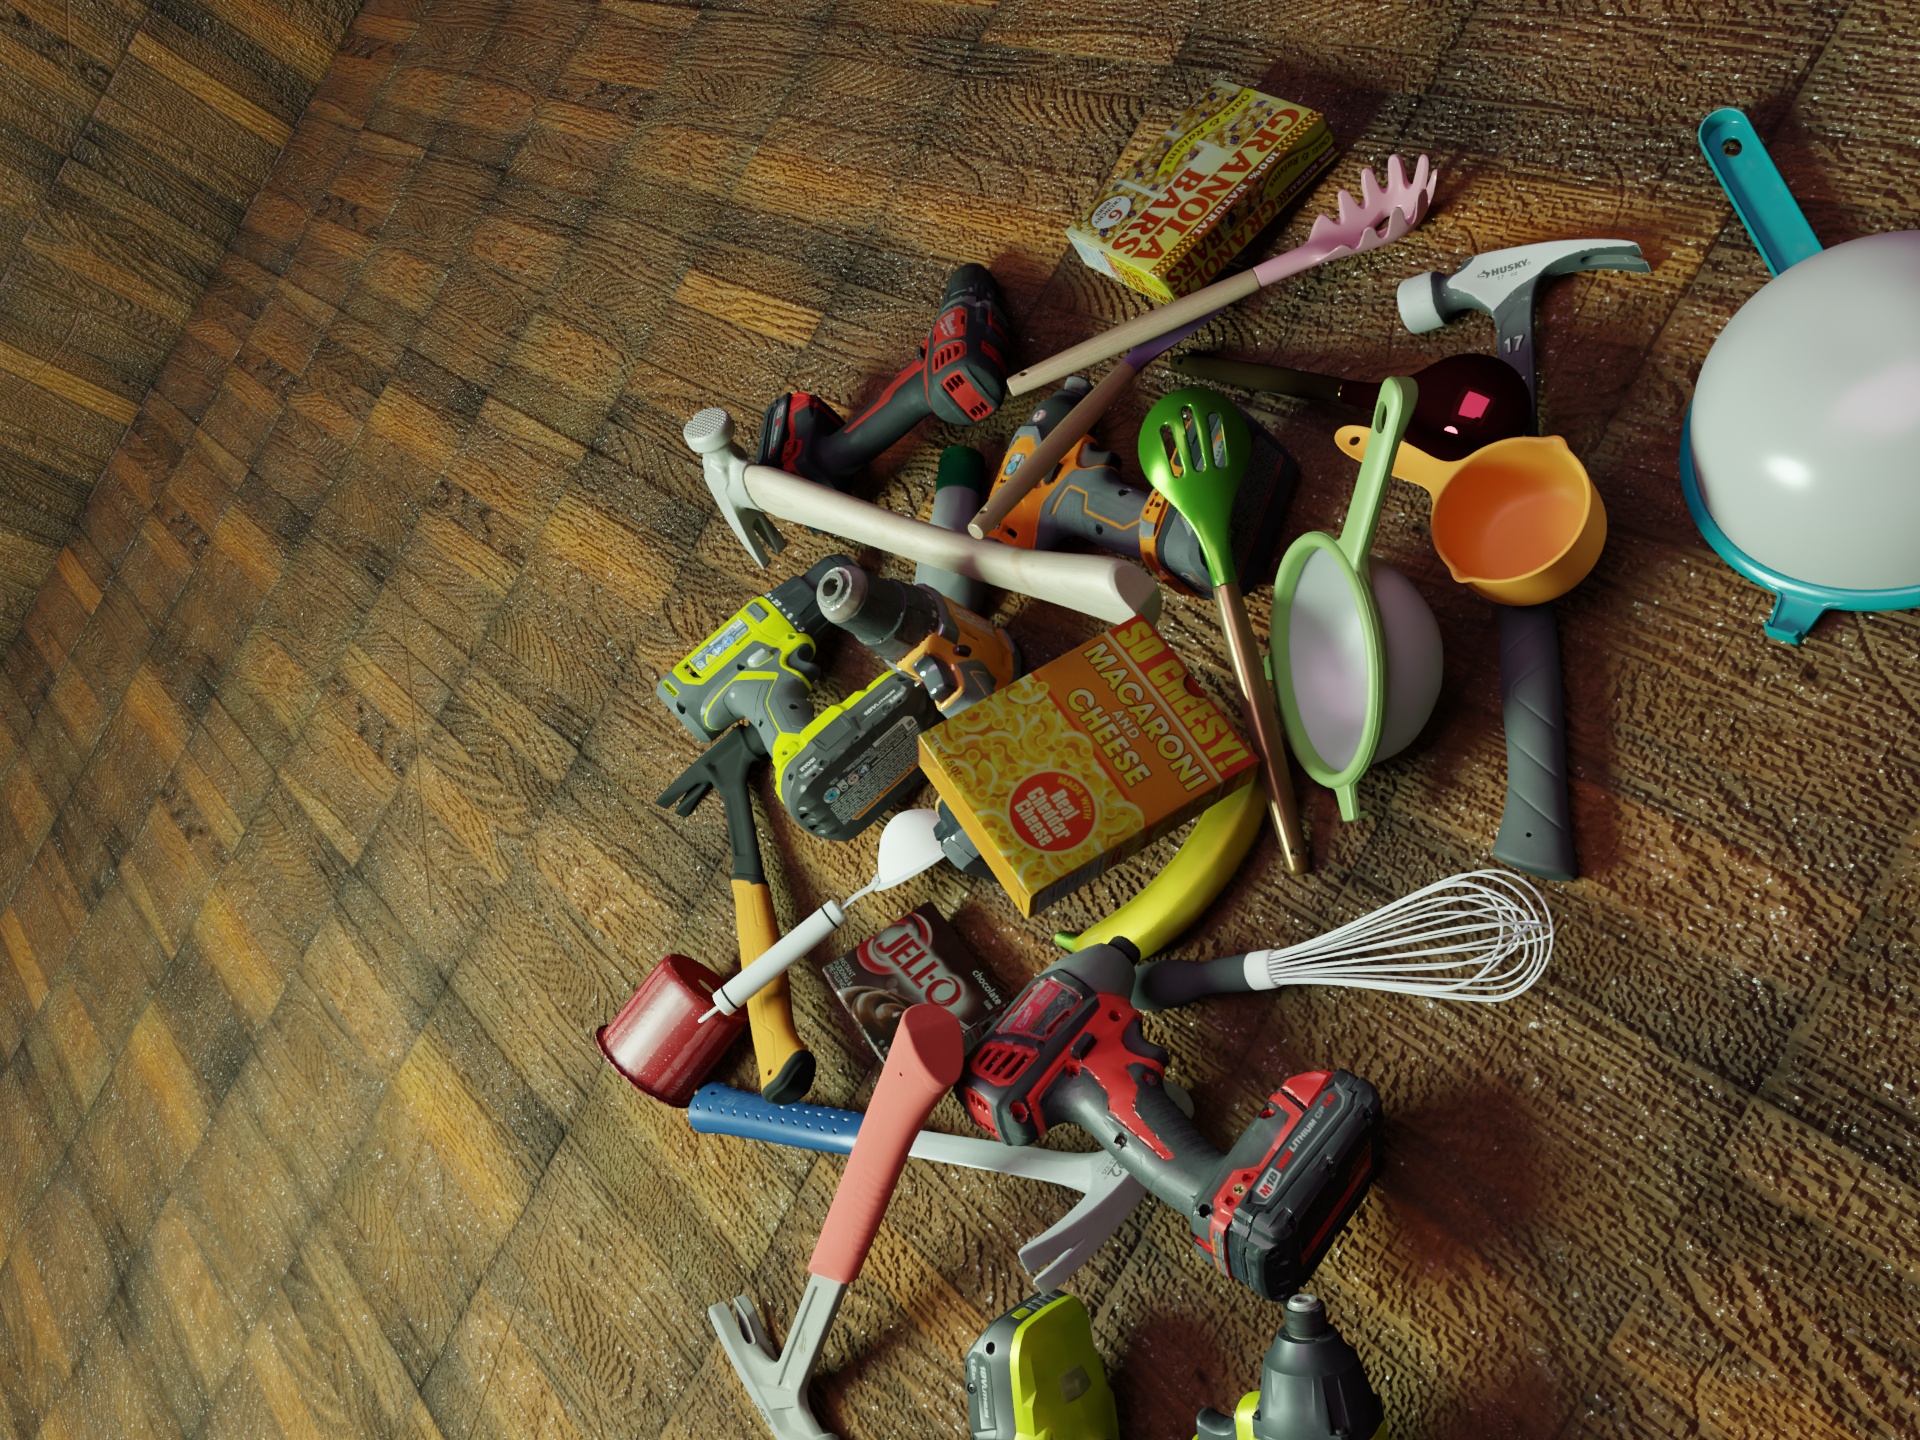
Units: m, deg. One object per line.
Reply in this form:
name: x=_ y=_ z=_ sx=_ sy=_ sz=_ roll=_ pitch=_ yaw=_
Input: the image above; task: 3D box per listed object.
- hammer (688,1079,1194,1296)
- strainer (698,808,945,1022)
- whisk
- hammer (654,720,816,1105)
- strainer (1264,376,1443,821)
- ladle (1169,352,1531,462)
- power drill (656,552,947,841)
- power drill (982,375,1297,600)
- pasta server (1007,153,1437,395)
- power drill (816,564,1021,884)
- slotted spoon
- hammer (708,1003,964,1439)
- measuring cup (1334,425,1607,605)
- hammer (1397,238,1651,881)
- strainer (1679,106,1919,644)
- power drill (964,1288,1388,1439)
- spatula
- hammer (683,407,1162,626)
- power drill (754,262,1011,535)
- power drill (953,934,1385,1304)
hammer: x=-0.045 y=0.279 z=1.042 sx=0.405 sy=0.035 sz=0.144 roll=-5 pitch=31 yaw=44
strainer: x=-0.083 y=0.129 z=1.116 sx=0.258 sy=0.050 sz=0.087 roll=-39 pitch=7 yaw=-2
whisk: x=0.203 y=0.140 z=0.914 sx=0.284 sy=0.070 sz=0.070 roll=-18 pitch=60 yaw=40
hammer: x=-0.163 y=0.146 z=1.208 sx=0.127 sy=0.034 sz=0.337 roll=-38 pitch=43 yaw=20
strainer: x=0.242 y=-0.078 z=0.901 sx=0.152 sy=0.069 sz=0.256 roll=-107 pitch=16 yaw=-48
ladle: x=0.236 y=-0.218 z=1.037 sx=0.316 sy=0.031 sz=0.069 roll=30 pitch=102 yaw=55
power drill: x=-0.111 y=-0.027 z=1.228 sx=0.190 sy=0.080 sz=0.229 roll=-42 pitch=46 yaw=-8
power drill: x=0.116 y=-0.168 z=1.113 sx=0.227 sy=0.084 sz=0.164 roll=11 pitch=76 yaw=46
pasta server: x=0.176 y=-0.299 z=1.094 sx=0.316 sy=0.040 sz=0.060 roll=-22 pitch=44 yaw=10
power drill: x=-0.002 y=-0.003 z=1.066 sx=0.084 sy=0.185 sz=0.226 roll=-40 pitch=53 yaw=20
slotted spoon: x=0.172 y=-0.059 z=0.978 sx=0.070 sy=0.031 sz=0.314 roll=-14 pitch=84 yaw=9
hammer: x=-0.074 y=0.309 z=0.980 sx=0.149 sy=0.036 sz=0.359 roll=46 pitch=129 yaw=39
measuring cup: x=0.290 y=-0.127 z=0.916 sx=0.174 sy=0.052 sz=0.095 roll=39 pitch=97 yaw=43
hammer: x=0.334 y=-0.105 z=0.928 sx=0.149 sy=0.036 sz=0.409 roll=-11 pitch=65 yaw=36
strainer: x=0.455 y=-0.223 z=0.836 sx=0.211 sy=0.095 sz=0.341 roll=-28 pitch=56 yaw=28
power drill: x=0.115 y=0.377 z=0.836 sx=0.223 sy=0.080 sz=0.171 roll=-7 pitch=90 yaw=38
spatula: x=0.103 y=-0.227 z=1.098 sx=0.060 sy=0.018 sz=0.316 roll=13 pitch=51 yaw=44
hammer: x=-0.031 y=-0.125 z=1.147 sx=0.411 sy=0.146 sz=0.038 roll=21 pitch=61 yaw=36
power drill: x=-0.055 y=-0.271 z=1.295 sx=0.226 sy=0.080 sz=0.188 roll=-29 pitch=36 yaw=26
power drill: x=0.118 y=0.209 z=0.891 sx=0.220 sy=0.078 sz=0.143 roll=25 pitch=56 yaw=34
